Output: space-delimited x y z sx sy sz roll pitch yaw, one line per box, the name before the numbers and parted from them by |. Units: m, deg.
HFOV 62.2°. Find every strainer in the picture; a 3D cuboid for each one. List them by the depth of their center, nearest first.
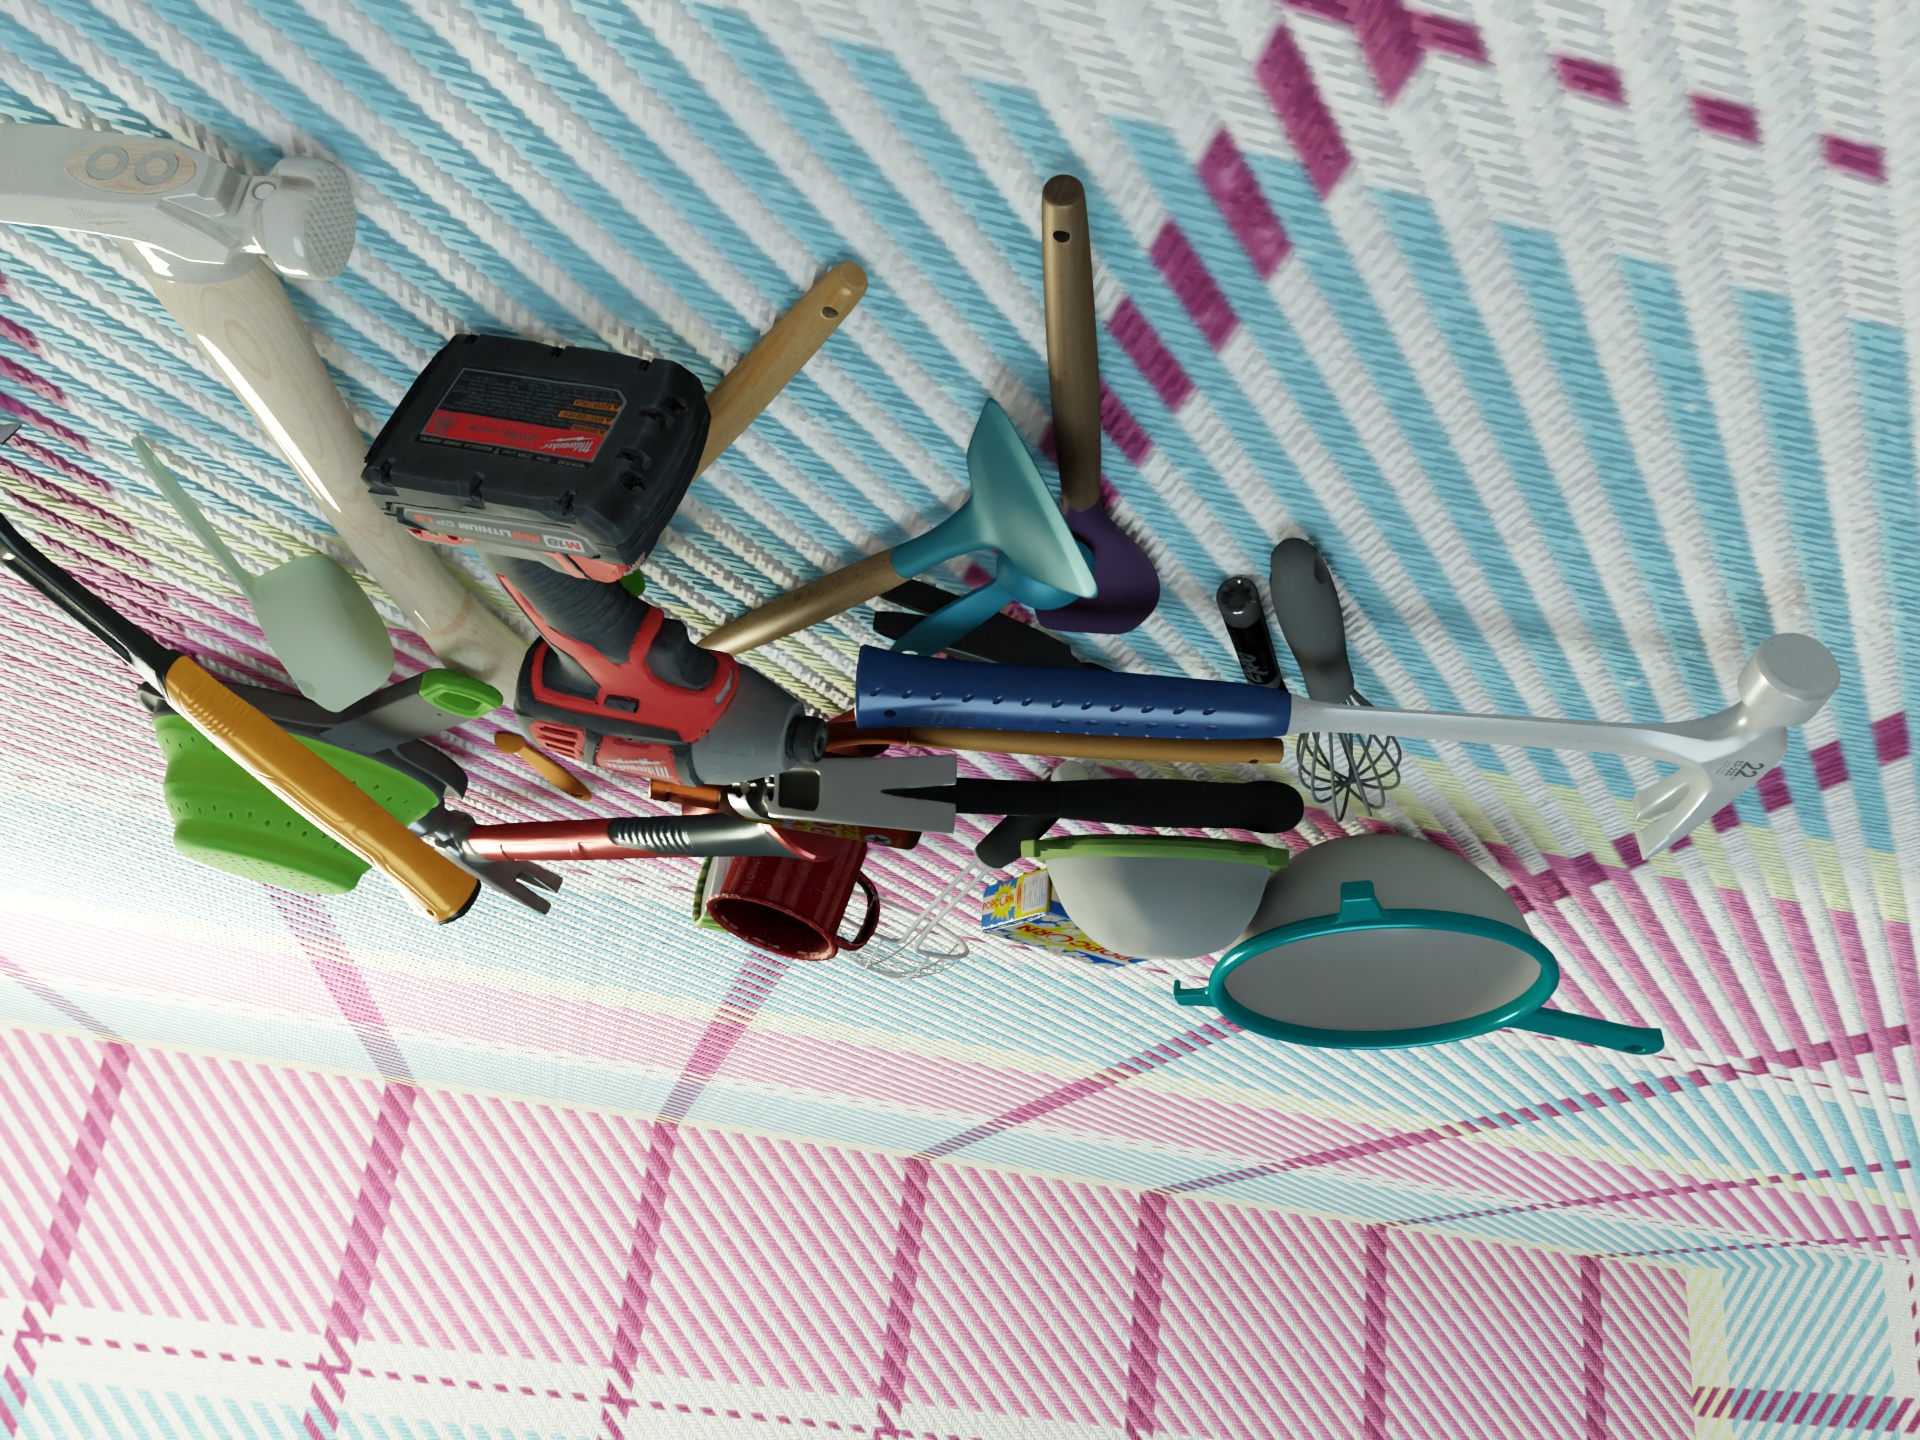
strainer | 0.125 0.118 1.003 0.151 0.069 0.256 1 169 9
strainer | 0.319 0.146 1.031 0.340 0.095 0.211 15 147 -22

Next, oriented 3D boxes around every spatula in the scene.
spatula | 0.048 -0.101 0.619 0.060 0.018 0.315 4 159 8
spatula | -0.048 -0.061 0.708 0.317 0.044 0.082 -18 105 51
spatula | -0.001 -0.002 0.782 0.322 0.041 0.081 3 156 -3

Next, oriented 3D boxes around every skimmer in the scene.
skimmer | -0.001 0.093 1.091 0.127 0.090 0.363 21 145 -15

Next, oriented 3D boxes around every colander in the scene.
colander | -0.373 0.042 0.938 0.204 0.094 0.397 25 158 -34

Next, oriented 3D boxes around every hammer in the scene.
hammer | -0.273 -0.100 0.692 0.146 0.038 0.410 7 158 3
hammer | 0.156 0.002 0.713 0.405 0.035 0.144 4 147 2
hammer | -0.373 -0.007 0.805 0.127 0.034 0.336 -15 128 41
hammer | 0.059 0.041 0.827 0.334 0.035 0.146 4 177 -37
hammer | -0.075 0.010 0.902 0.149 0.037 0.359 21 154 -30
hammer | -0.212 0.085 1.039 0.386 0.038 0.143 -5 145 40

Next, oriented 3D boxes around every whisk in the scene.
whisk | 0.174 -0.015 0.755 0.055 0.055 0.238 -2 152 21

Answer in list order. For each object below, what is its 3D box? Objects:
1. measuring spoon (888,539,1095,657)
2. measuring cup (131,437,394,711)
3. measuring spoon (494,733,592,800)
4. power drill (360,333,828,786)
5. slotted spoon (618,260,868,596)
measuring spoon | 0.008 -0.043 0.699 0.042 0.021 0.128 23 144 -33
measuring cup | -0.325 -0.075 0.756 0.038 0.083 0.167 -27 134 -3
measuring spoon | -0.274 0.035 1.051 0.021 0.011 0.116 0 157 16
power drill | -0.138 -0.047 0.654 0.143 0.079 0.219 11 149 15
slotted spoon | -0.120 -0.103 0.654 0.070 0.031 0.314 23 152 -26
